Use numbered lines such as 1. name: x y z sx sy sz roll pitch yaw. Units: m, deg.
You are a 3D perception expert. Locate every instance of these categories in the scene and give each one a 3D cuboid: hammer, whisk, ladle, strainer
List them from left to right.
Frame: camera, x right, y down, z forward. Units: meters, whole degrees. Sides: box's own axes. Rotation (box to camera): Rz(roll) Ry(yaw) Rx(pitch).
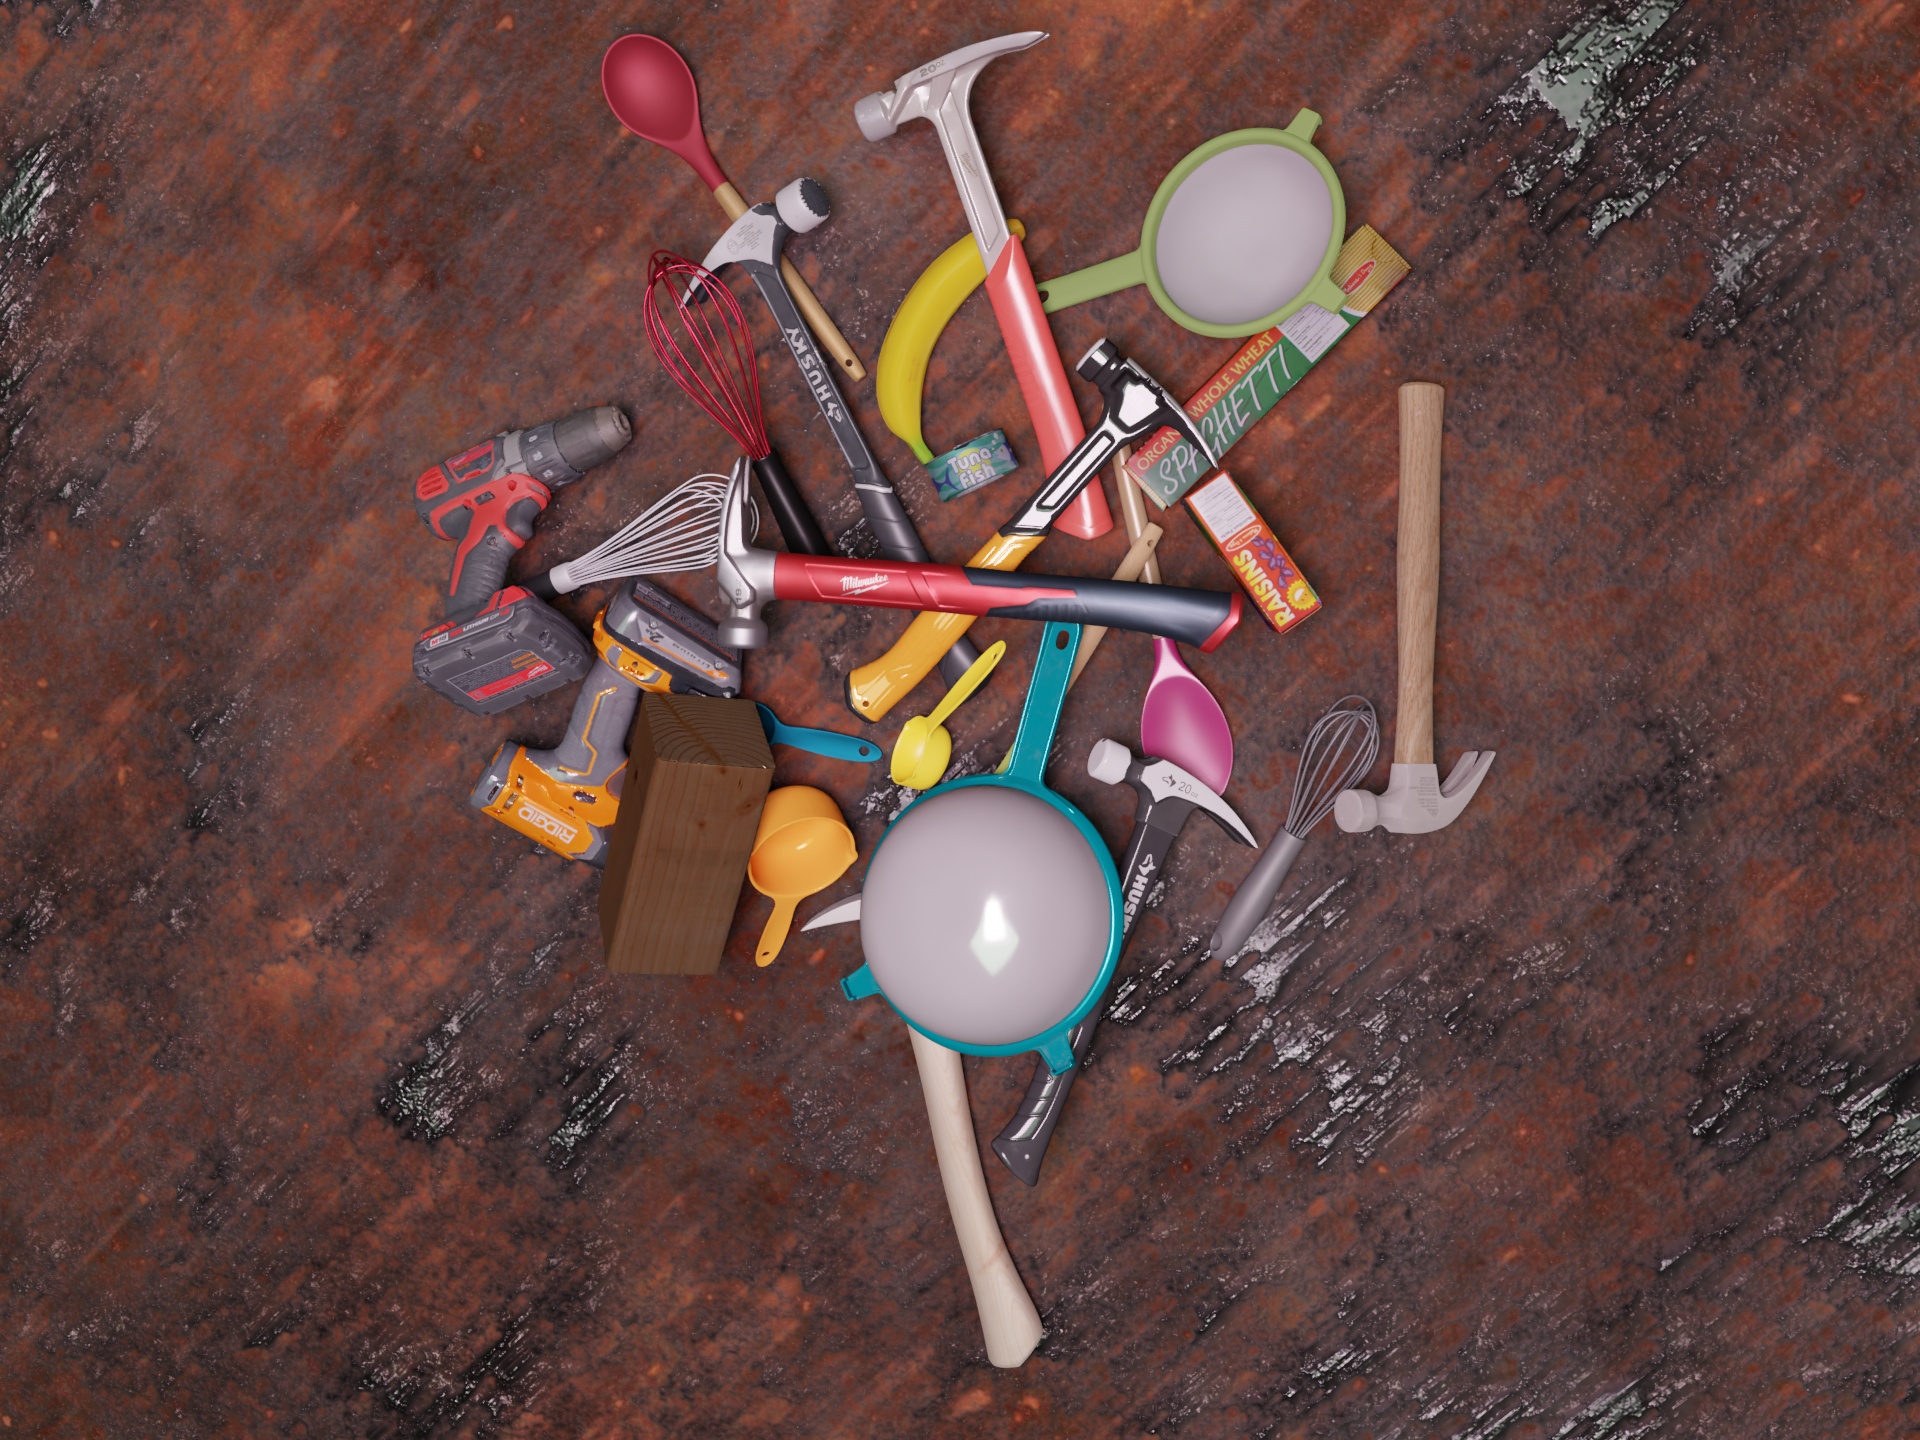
1. whisk: -0.291 -0.127 1.281 0.284 0.070 0.070 -19 94 15
2. ladle: -0.170 -0.395 1.238 0.069 0.031 0.315 -36 93 14
3. whisk: -0.160 -0.220 1.214 0.073 0.073 0.295 -21 114 11
4. hammer: -0.081 -0.197 1.232 0.149 0.036 0.409 -21 99 35
5. hammer: -0.015 0.335 1.306 0.146 0.038 0.410 -12 96 12
6. hammer: 0.011 -0.109 1.156 0.386 0.038 0.143 5 101 10
7. strainer: 0.023 0.080 1.157 0.211 0.095 0.340 16 92 22
8. hammer: 0.038 -0.118 1.189 0.127 0.034 0.337 42 105 -5
9. hammer: 0.051 -0.308 1.172 0.149 0.037 0.359 -15 106 20
10. ladle: 0.063 -0.016 1.237 0.078 0.062 0.320 28 99 -24
11. hammer: 0.109 0.193 1.208 0.146 0.035 0.335 24 86 -17
12. strainer: 0.166 -0.336 1.180 0.256 0.069 0.151 -11 81 28
13. whisk: 0.254 0.086 1.227 0.055 0.055 0.239 29 105 4
14. hammer: 0.340 -0.082 1.175 0.130 0.031 0.331 2 90 -27

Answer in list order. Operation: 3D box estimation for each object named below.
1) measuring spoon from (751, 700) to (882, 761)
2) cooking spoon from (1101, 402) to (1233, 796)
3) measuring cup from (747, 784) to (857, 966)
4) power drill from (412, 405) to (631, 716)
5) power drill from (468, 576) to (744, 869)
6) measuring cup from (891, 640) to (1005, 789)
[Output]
1. measuring spoon: -0.126 0.012 1.294 0.128 0.021 0.042 13 106 -2
2. cooking spoon: 0.151 -0.090 1.232 0.069 0.017 0.319 -12 96 10
3. measuring cup: -0.146 0.125 1.292 0.095 0.052 0.173 1 131 -28
4. power drill: -0.335 -0.135 1.226 0.188 0.080 0.227 -20 57 16
5. power drill: -0.266 0.017 1.276 0.164 0.084 0.226 33 106 -18
6. measuring cup: -0.002 -0.004 1.231 0.029 0.062 0.156 23 127 -26
